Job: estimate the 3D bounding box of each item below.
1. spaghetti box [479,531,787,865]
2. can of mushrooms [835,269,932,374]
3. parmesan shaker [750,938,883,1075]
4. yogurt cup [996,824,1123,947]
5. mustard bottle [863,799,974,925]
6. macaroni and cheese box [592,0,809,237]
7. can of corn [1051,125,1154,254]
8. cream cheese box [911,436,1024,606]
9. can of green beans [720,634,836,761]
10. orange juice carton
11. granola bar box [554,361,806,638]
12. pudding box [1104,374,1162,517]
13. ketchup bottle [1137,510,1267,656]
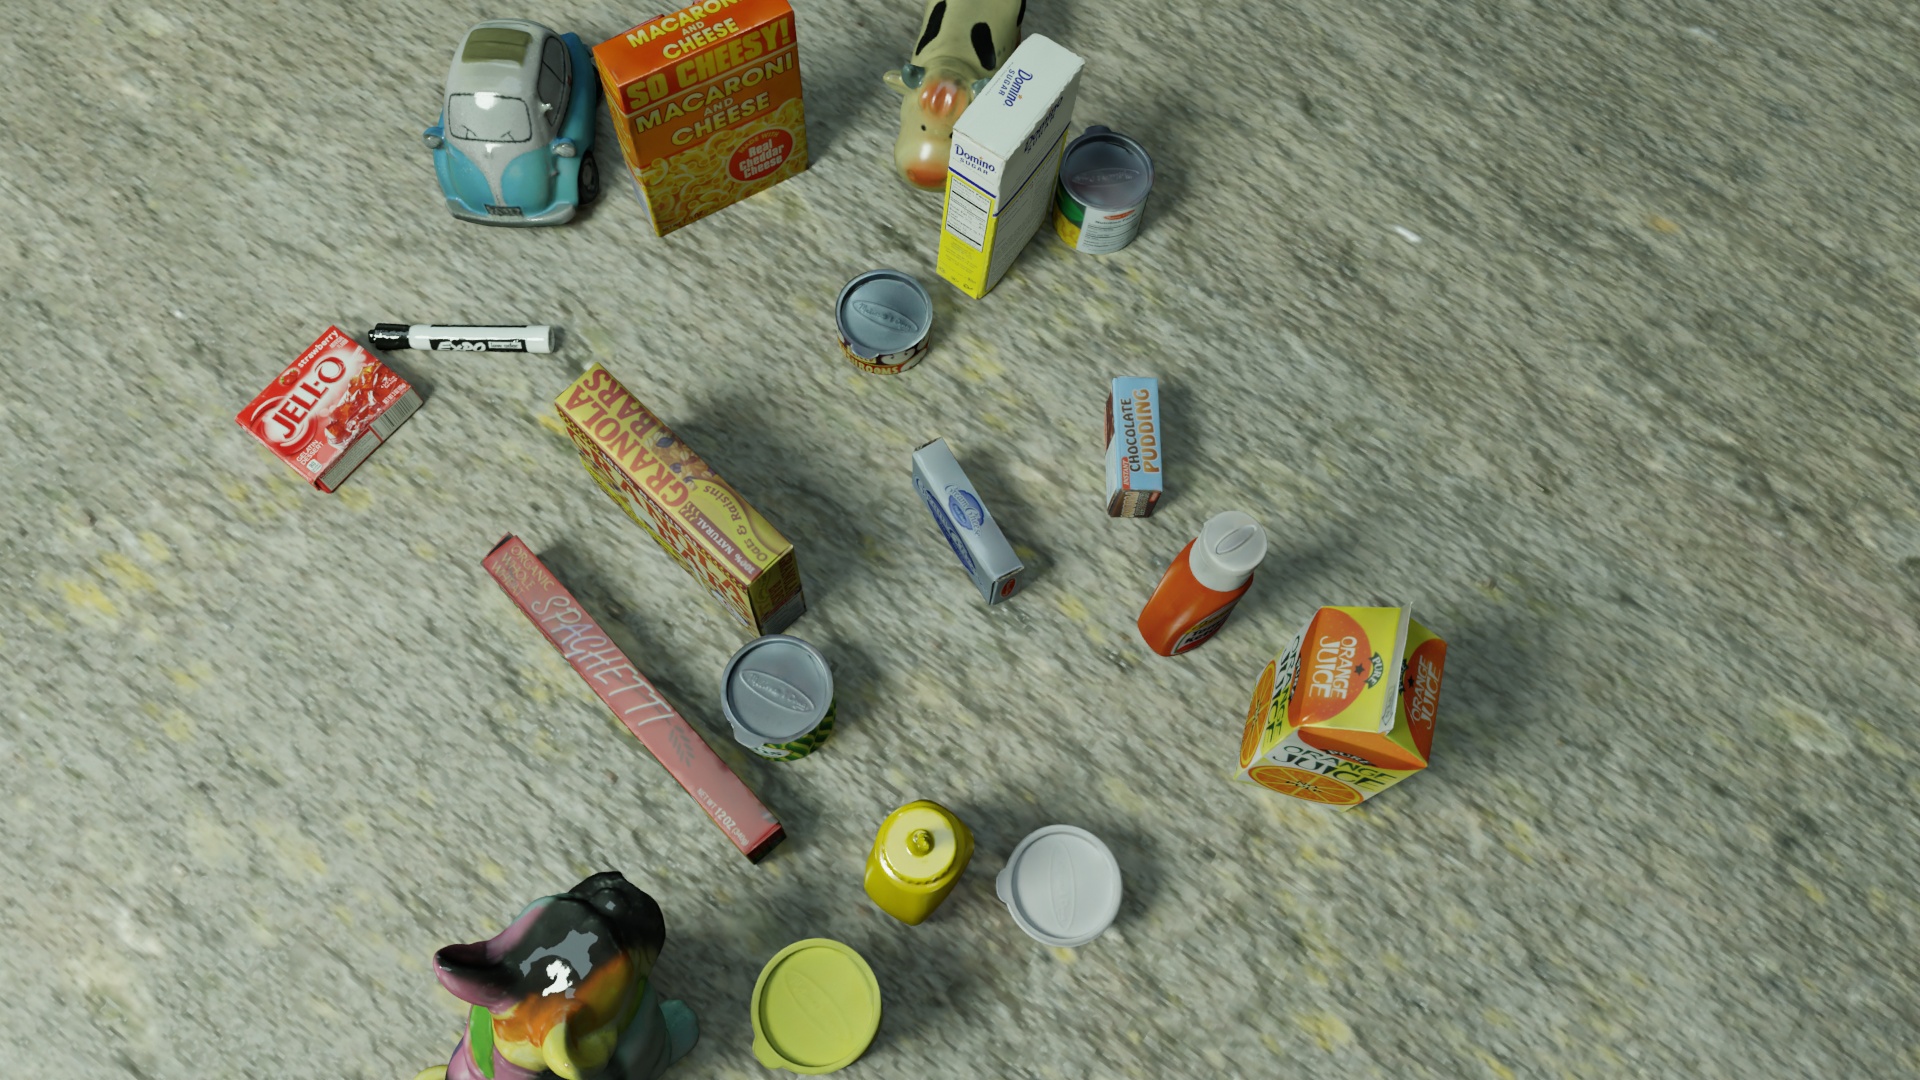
[{"bbox_3d":[-0.199,0.094,0.840,0.029,0.050,0.250,-42,77,-16],"label":"spaghetti box"},{"bbox_3d":[-0.053,-0.147,0.950,0.071,0.033,0.071,1,69,-3],"label":"can of mushrooms"},{"bbox_3d":[-0.078,0.257,0.756,0.071,0.102,0.071,1,69,-3],"label":"parmesan shaker"},{"bbox_3d":[0.057,0.204,0.809,0.072,0.053,0.072,1,69,-3],"label":"yogurt cup"},{"bbox_3d":[-0.022,0.171,0.761,0.049,0.159,0.065,35,72,10],"label":"mustard bottle"},{"bbox_3d":[-0.168,-0.286,0.926,0.124,0.166,0.040,-29,74,-13],"label":"macaroni and cheese box"},{"bbox_3d":[0.099,-0.247,0.983,0.071,0.058,0.071,1,69,-3],"label":"can of corn"},{"bbox_3d":[0.003,-0.011,0.890,0.024,0.053,0.104,-28,73,-13],"label":"cream cheese box"},{"bbox_3d":[-0.109,0.096,0.840,0.071,0.057,0.071,1,69,-3],"label":"can of green beans"},{"bbox_3d":[0.217,0.095,0.786,0.073,0.192,0.072,16,70,3],"label":"orange juice carton"},{"bbox_3d":[-0.168,-0.018,0.845,0.166,0.123,0.039,42,73,12],"label":"granola bar box"},{"bbox_3d":[0.113,-0.062,0.917,0.030,0.049,0.084,1,69,-2],"label":"pudding box"},{"bbox_3d":[0.147,0.025,0.832,0.065,0.148,0.043,-32,74,-14],"label":"ketchup bottle"}]
